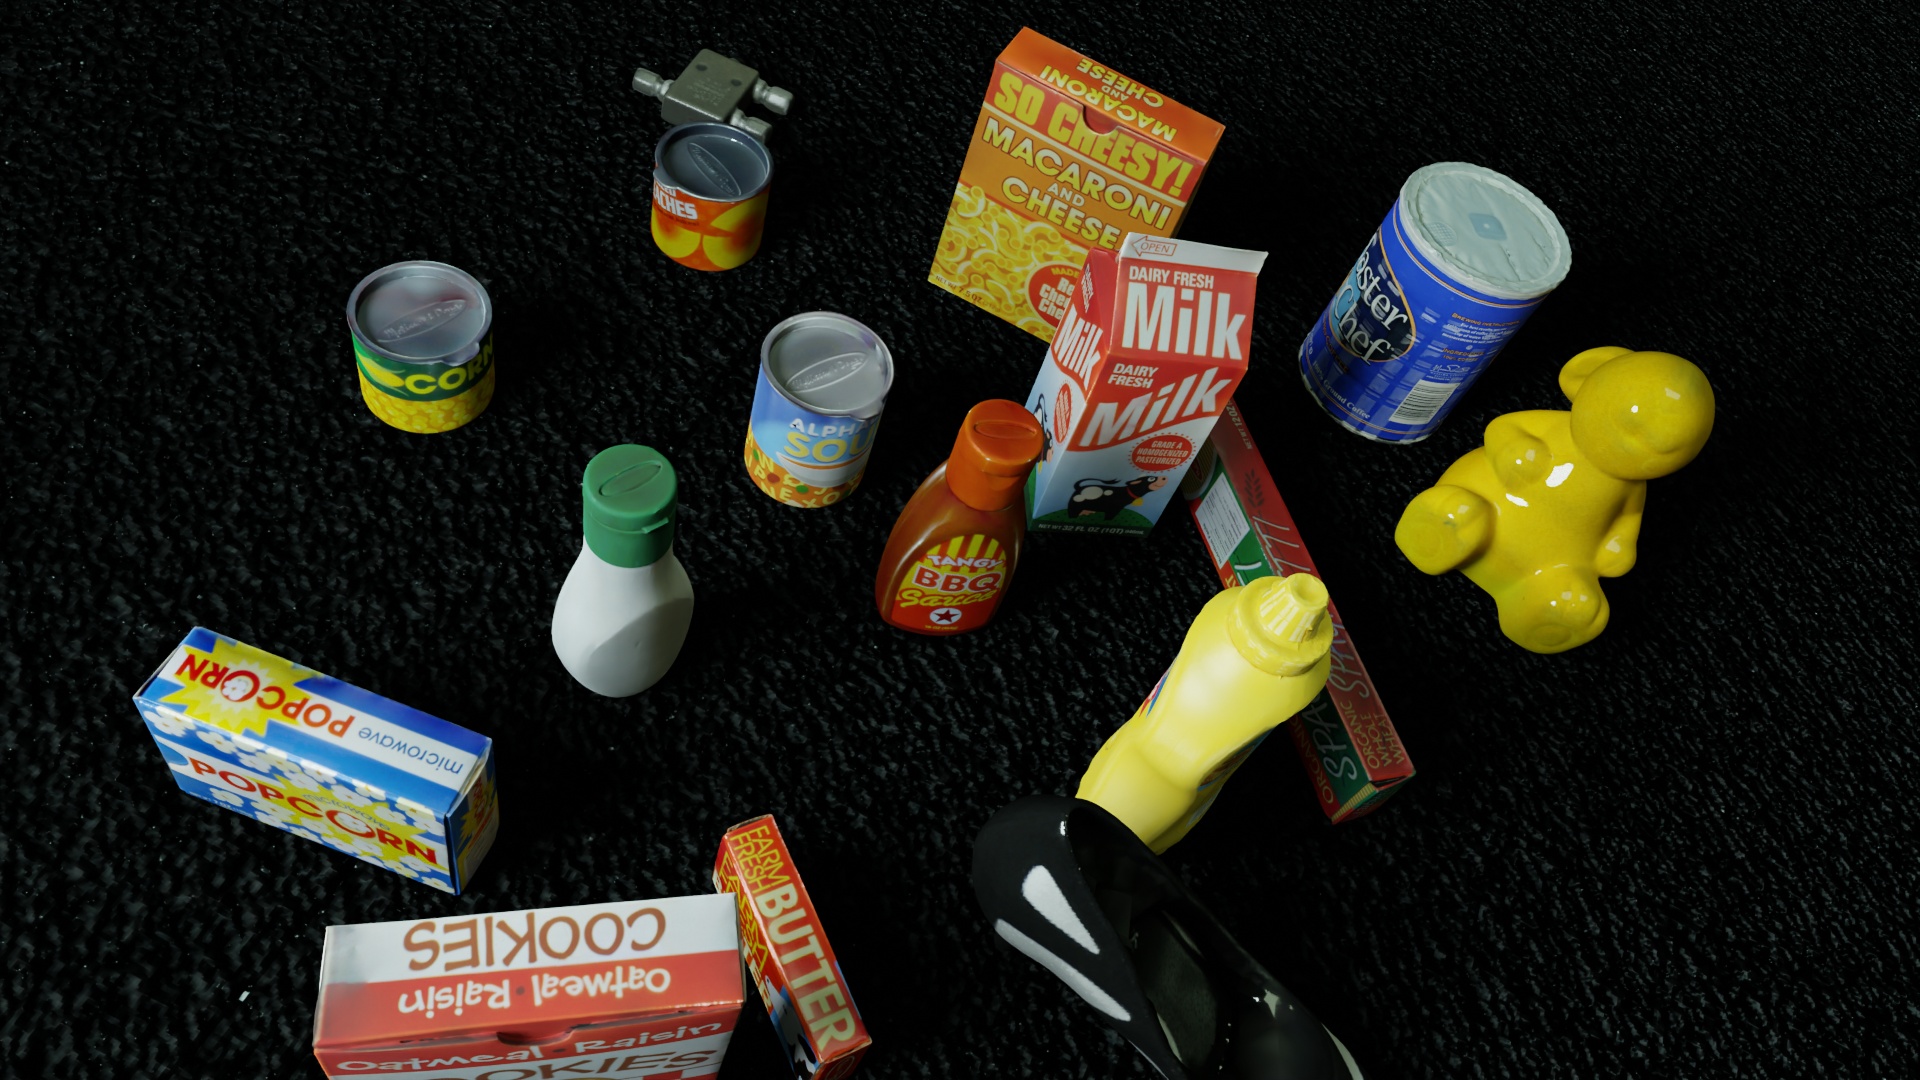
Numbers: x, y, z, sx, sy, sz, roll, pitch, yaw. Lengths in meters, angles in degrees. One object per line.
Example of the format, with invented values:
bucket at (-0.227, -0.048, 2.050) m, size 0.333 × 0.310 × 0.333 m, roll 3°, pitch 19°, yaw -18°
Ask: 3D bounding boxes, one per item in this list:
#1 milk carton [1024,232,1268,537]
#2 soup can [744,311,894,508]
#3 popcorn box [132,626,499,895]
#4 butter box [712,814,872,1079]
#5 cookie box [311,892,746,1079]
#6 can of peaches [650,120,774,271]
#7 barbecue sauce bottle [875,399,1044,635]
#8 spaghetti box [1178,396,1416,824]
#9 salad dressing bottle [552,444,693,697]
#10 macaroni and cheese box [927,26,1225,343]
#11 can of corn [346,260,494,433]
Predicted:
milk carton at (0.088, -0.084, 0.710) m, size 0.072 × 0.189 × 0.074 m, roll 4°, pitch 56°, yaw -13°
soup can at (-0.073, -0.064, 0.716) m, size 0.071 × 0.083 × 0.072 m, roll 8°, pitch 55°, yaw -11°
popcorn box at (-0.252, 0.091, 0.558) m, size 0.127 × 0.084 × 0.038 m, roll 21°, pitch 54°, yaw -1°
butter box at (-0.072, 0.171, 0.574) m, size 0.024 × 0.052 × 0.104 m, roll -17°, pitch 63°, yaw -25°
cookie box at (-0.145, 0.173, 0.481) m, size 0.123 × 0.166 × 0.040 m, roll -1°, pitch 57°, yaw -17°
can of peaches at (-0.146, -0.198, 0.802) m, size 0.071 × 0.057 × 0.071 m, roll 8°, pitch 55°, yaw -11°
barbecue sauce bottle at (0.002, -0.008, 0.659) m, size 0.065 × 0.147 × 0.044 m, roll 4°, pitch 56°, yaw -14°
spaghetti box at (0.168, 0.027, 0.743) m, size 0.029 × 0.050 × 0.251 m, roll -7°, pitch 59°, yaw -20°
salad dressing bottle at (-0.145, 0.016, 0.601) m, size 0.064 × 0.146 × 0.044 m, roll -30°, pitch 69°, yaw -31°
macaroni and cheese box at (0.060, -0.187, 0.787) m, size 0.124 × 0.165 × 0.040 m, roll 27°, pitch 54°, yaw 3°
can of corn at (-0.267, -0.094, 0.697) m, size 0.071 × 0.058 × 0.071 m, roll 8°, pitch 55°, yaw -11°
